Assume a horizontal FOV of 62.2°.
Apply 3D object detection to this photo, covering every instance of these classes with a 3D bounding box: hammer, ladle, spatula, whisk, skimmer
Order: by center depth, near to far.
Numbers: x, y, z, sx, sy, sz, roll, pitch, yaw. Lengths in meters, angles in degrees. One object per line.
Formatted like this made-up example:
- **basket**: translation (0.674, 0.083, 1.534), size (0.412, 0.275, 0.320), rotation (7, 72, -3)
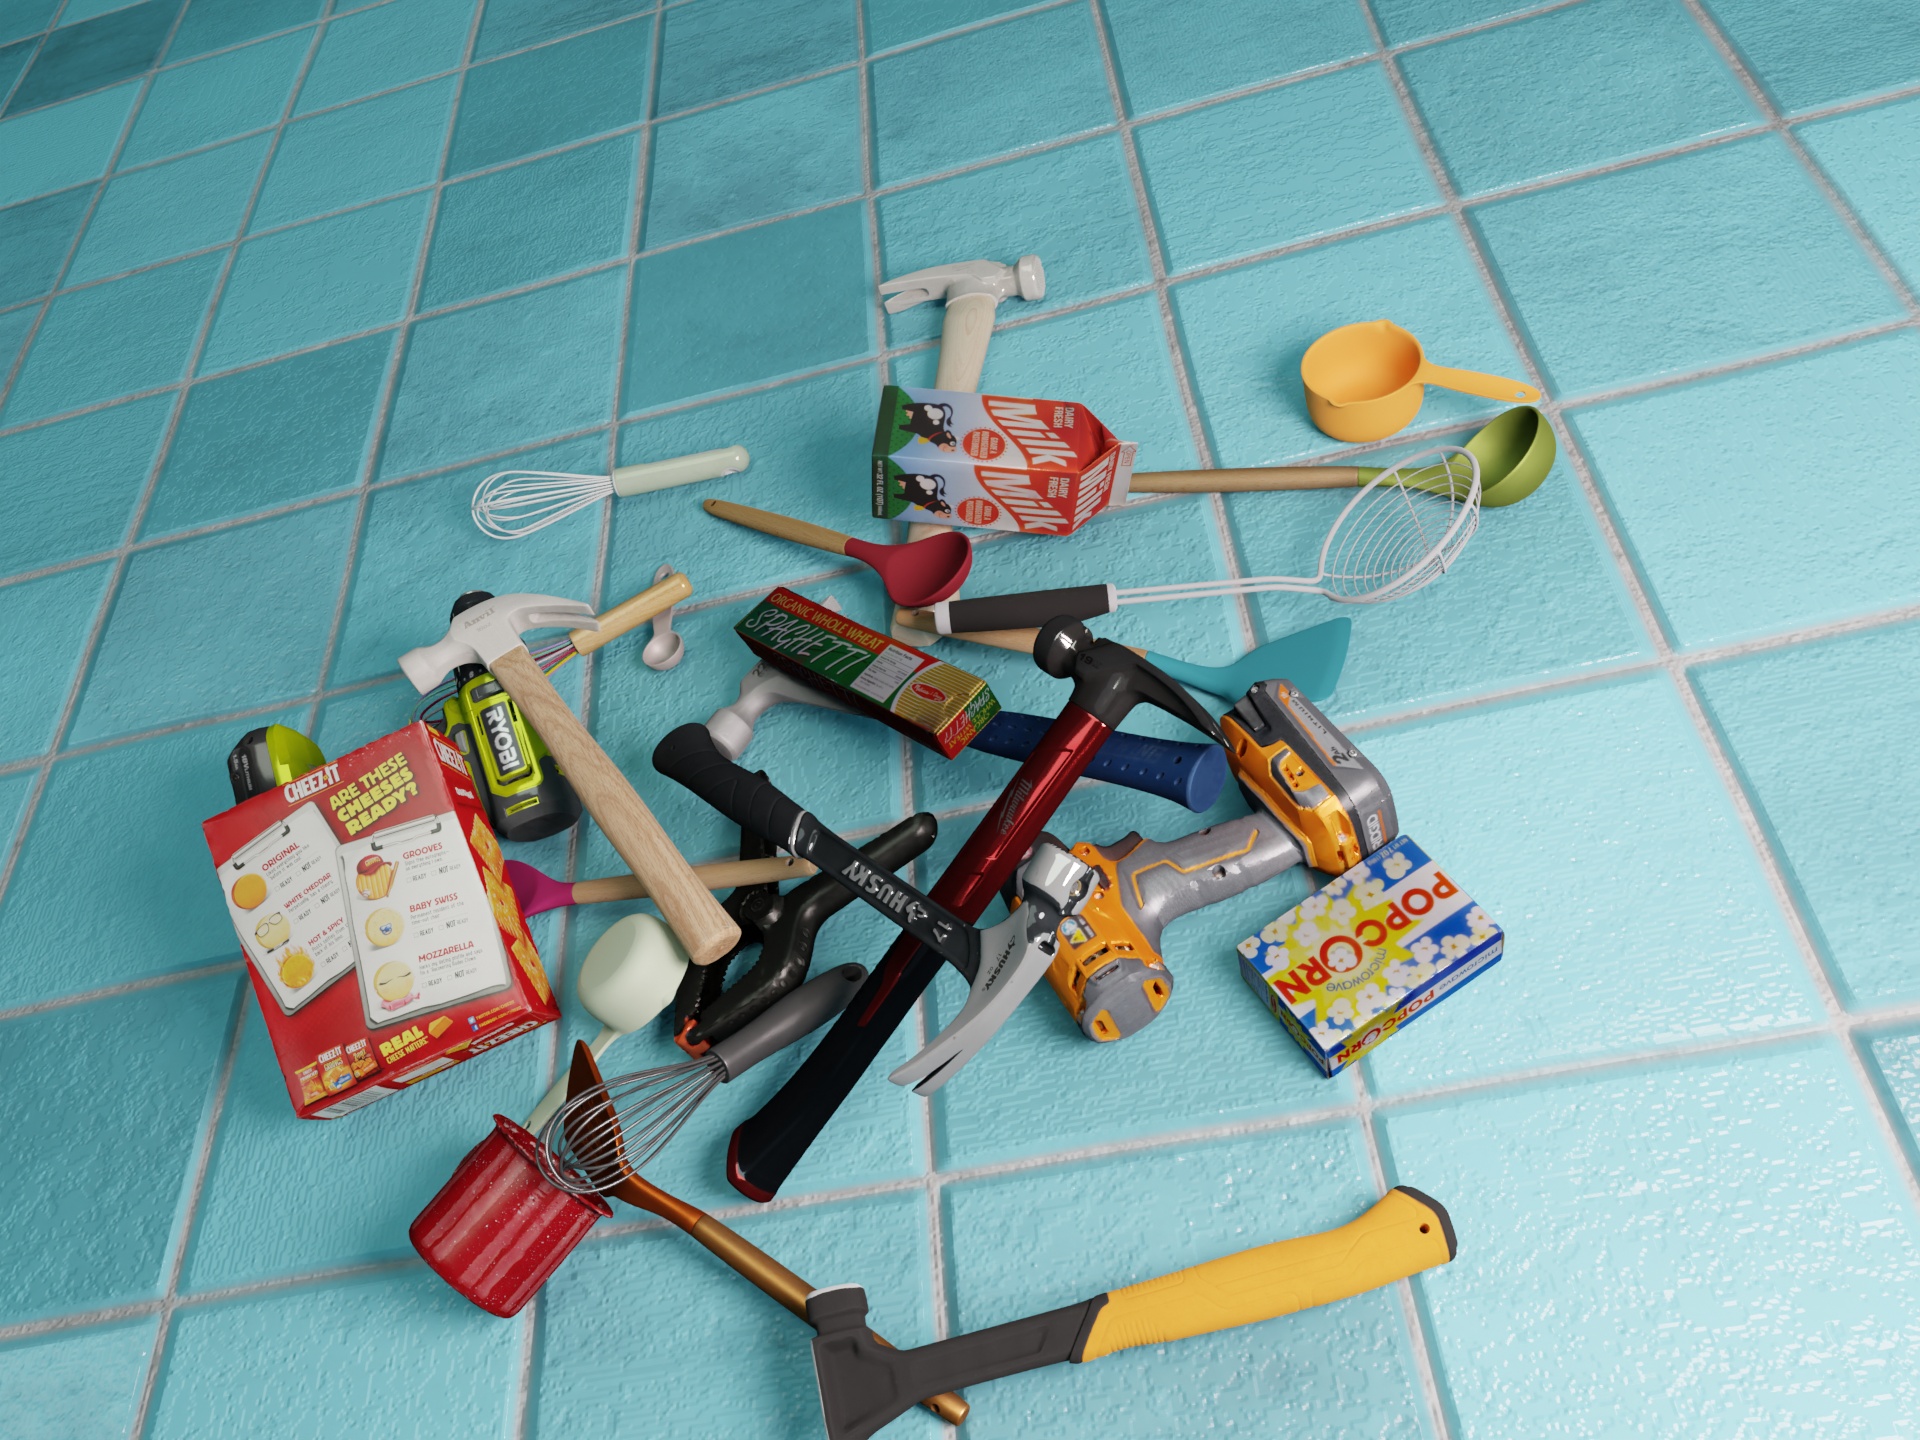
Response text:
- **hammer**: translation (0.092, 0.314, 0.816), size (0.337, 0.034, 0.127), rotation (-16, 61, 1)
- **spatula**: translation (-0.124, 0.296, 0.906), size (0.323, 0.081, 0.041), rotation (27, 29, 25)
- **hammer**: translation (-0.002, 0.125, 0.921), size (0.143, 0.038, 0.386), rotation (36, 90, 40)
- **whisk**: translation (-0.144, 0.202, 0.939), size (0.055, 0.055, 0.239), rotation (30, 41, 34)
- **hammer**: translation (-0.087, 0.081, 0.963), size (0.409, 0.036, 0.149), rotation (26, 82, 50)
- **hammer**: translation (-0.002, -0.003, 1.050), size (0.406, 0.035, 0.144), rotation (12, 56, 42)
- **skimmer**: translation (0.159, -0.114, 1.062), size (0.363, 0.090, 0.127), rotation (-6, 34, 4)
- **hammer**: translation (-0.247, 0.032, 1.067), size (0.130, 0.031, 0.332), rotation (-35, 62, -14)
- **spatula**: translation (0.103, -0.054, 1.091), size (0.317, 0.044, 0.082), rotation (11, 48, 17)
- **ladle**: translation (0.259, -0.184, 1.146), size (0.320, 0.062, 0.078), rotation (2, 50, 23)
- **ladle**: translation (-0.102, -0.138, 1.220), size (0.316, 0.031, 0.069), rotation (21, 69, 42)
- **whisk**: translation (-0.320, -0.051, 1.235), size (0.245, 0.051, 0.047), rotation (-30, 41, -3)
- **hammer**: translation (-0.022, -0.228, 1.285), size (0.146, 0.038, 0.411), rotation (-4, 53, 17)
- **whisk**: translation (-0.299, -0.201, 1.352), size (0.246, 0.058, 0.059), rotation (-11, 85, 5)

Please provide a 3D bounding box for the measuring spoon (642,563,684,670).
- **measuring spoon**: translation (-0.232, -0.081, 1.258), size (0.034, 0.018, 0.124), rotation (-22, 43, 11)

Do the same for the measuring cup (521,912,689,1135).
- **measuring cup**: translation (-0.241, 0.195, 1.016), size (0.167, 0.038, 0.083), rotation (-52, 29, -13)

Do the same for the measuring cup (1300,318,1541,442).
- **measuring cup**: translation (0.335, -0.236, 1.164), size (0.174, 0.052, 0.095), rotation (18, 61, 27)

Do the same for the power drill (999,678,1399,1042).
- **power drill**: translation (0.131, 0.073, 0.974), size (0.226, 0.084, 0.164), rotation (-33, 49, -4)

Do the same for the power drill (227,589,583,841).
- **power drill**: translation (-0.405, 0.023, 1.162), size (0.228, 0.080, 0.191), rotation (-23, 73, 1)

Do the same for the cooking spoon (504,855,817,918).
- **cooking spoon**: translation (-0.238, 0.115, 1.077), size (0.319, 0.017, 0.069), rotation (-9, 50, 24)
